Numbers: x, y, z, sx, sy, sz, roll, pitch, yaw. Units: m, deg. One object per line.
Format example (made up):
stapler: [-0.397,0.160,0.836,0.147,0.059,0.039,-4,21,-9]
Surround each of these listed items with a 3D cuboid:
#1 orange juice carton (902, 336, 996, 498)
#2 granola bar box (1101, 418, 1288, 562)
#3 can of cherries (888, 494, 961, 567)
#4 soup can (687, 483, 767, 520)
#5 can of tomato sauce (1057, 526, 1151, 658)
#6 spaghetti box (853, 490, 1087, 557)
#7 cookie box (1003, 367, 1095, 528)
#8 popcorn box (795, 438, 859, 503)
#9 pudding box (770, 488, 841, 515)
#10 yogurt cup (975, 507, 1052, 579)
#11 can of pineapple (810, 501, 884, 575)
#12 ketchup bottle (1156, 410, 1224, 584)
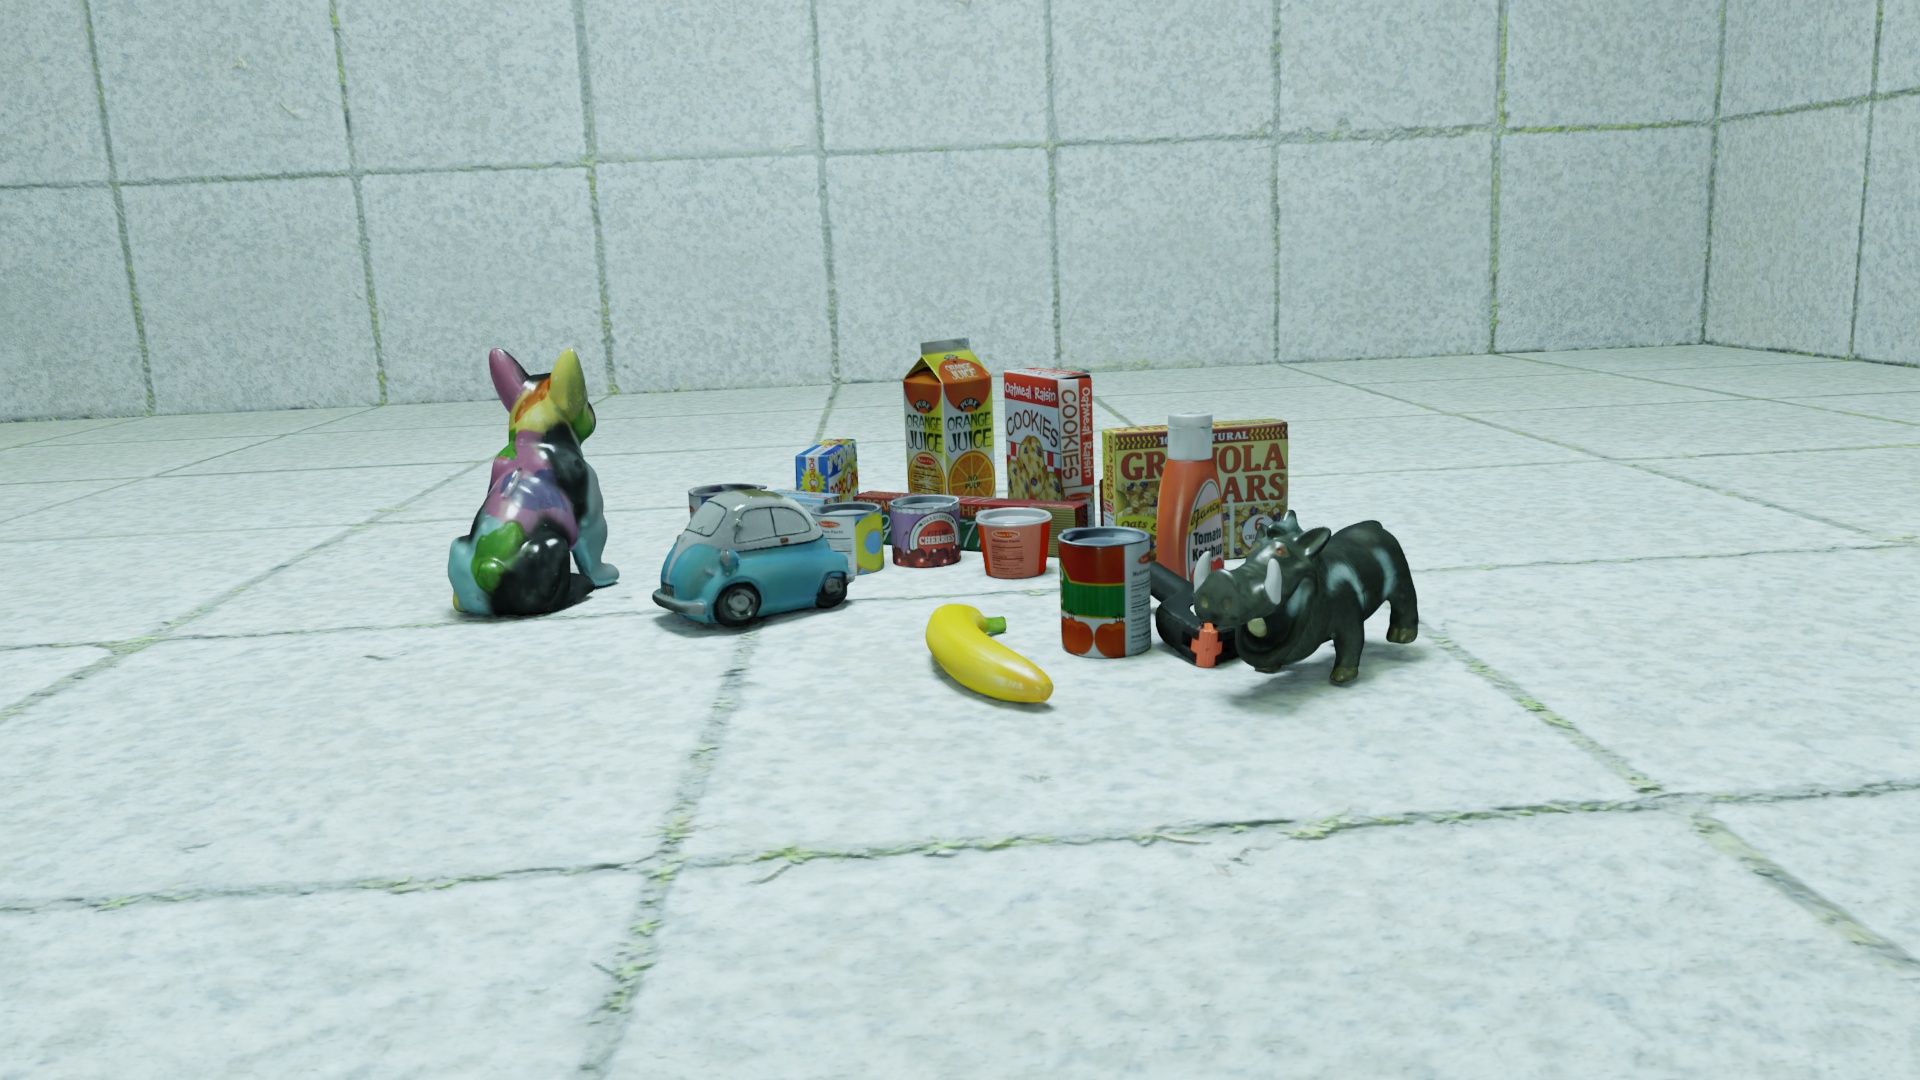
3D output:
orange juice carton: [-0.013,-0.124,1.523,0.072,0.192,0.073,-12,14,-38]
granola bar box: [0.214,-0.044,1.262,0.166,0.124,0.039,-5,11,-10]
can of cherries: [-0.032,-0.009,1.303,0.071,0.058,0.071,-2,12,1]
soup can: [-0.209,-0.006,1.265,0.071,0.083,0.071,-2,11,1]
can of tomato sauce: [0.103,0.036,1.002,0.071,0.083,0.071,-2,11,1]
spaghetti box: [0.005,-0.017,1.355,0.250,0.050,0.029,4,13,28]
cookie box: [0.088,-0.084,1.373,0.040,0.167,0.123,-7,12,-22]
popcorn box: [-0.143,-0.060,1.506,0.038,0.085,0.127,0,12,10]
pudding box: [-0.163,-0.025,1.428,0.083,0.049,0.030,5,14,32]
yogurt cup: [0.049,0.003,1.243,0.072,0.053,0.072,-2,12,1]
can of pineapple: [-0.103,-0.002,1.287,0.071,0.057,0.071,-2,12,1]
ketchup bottle: [0.190,-0.032,1.151,0.065,0.148,0.043,-12,15,-41]
